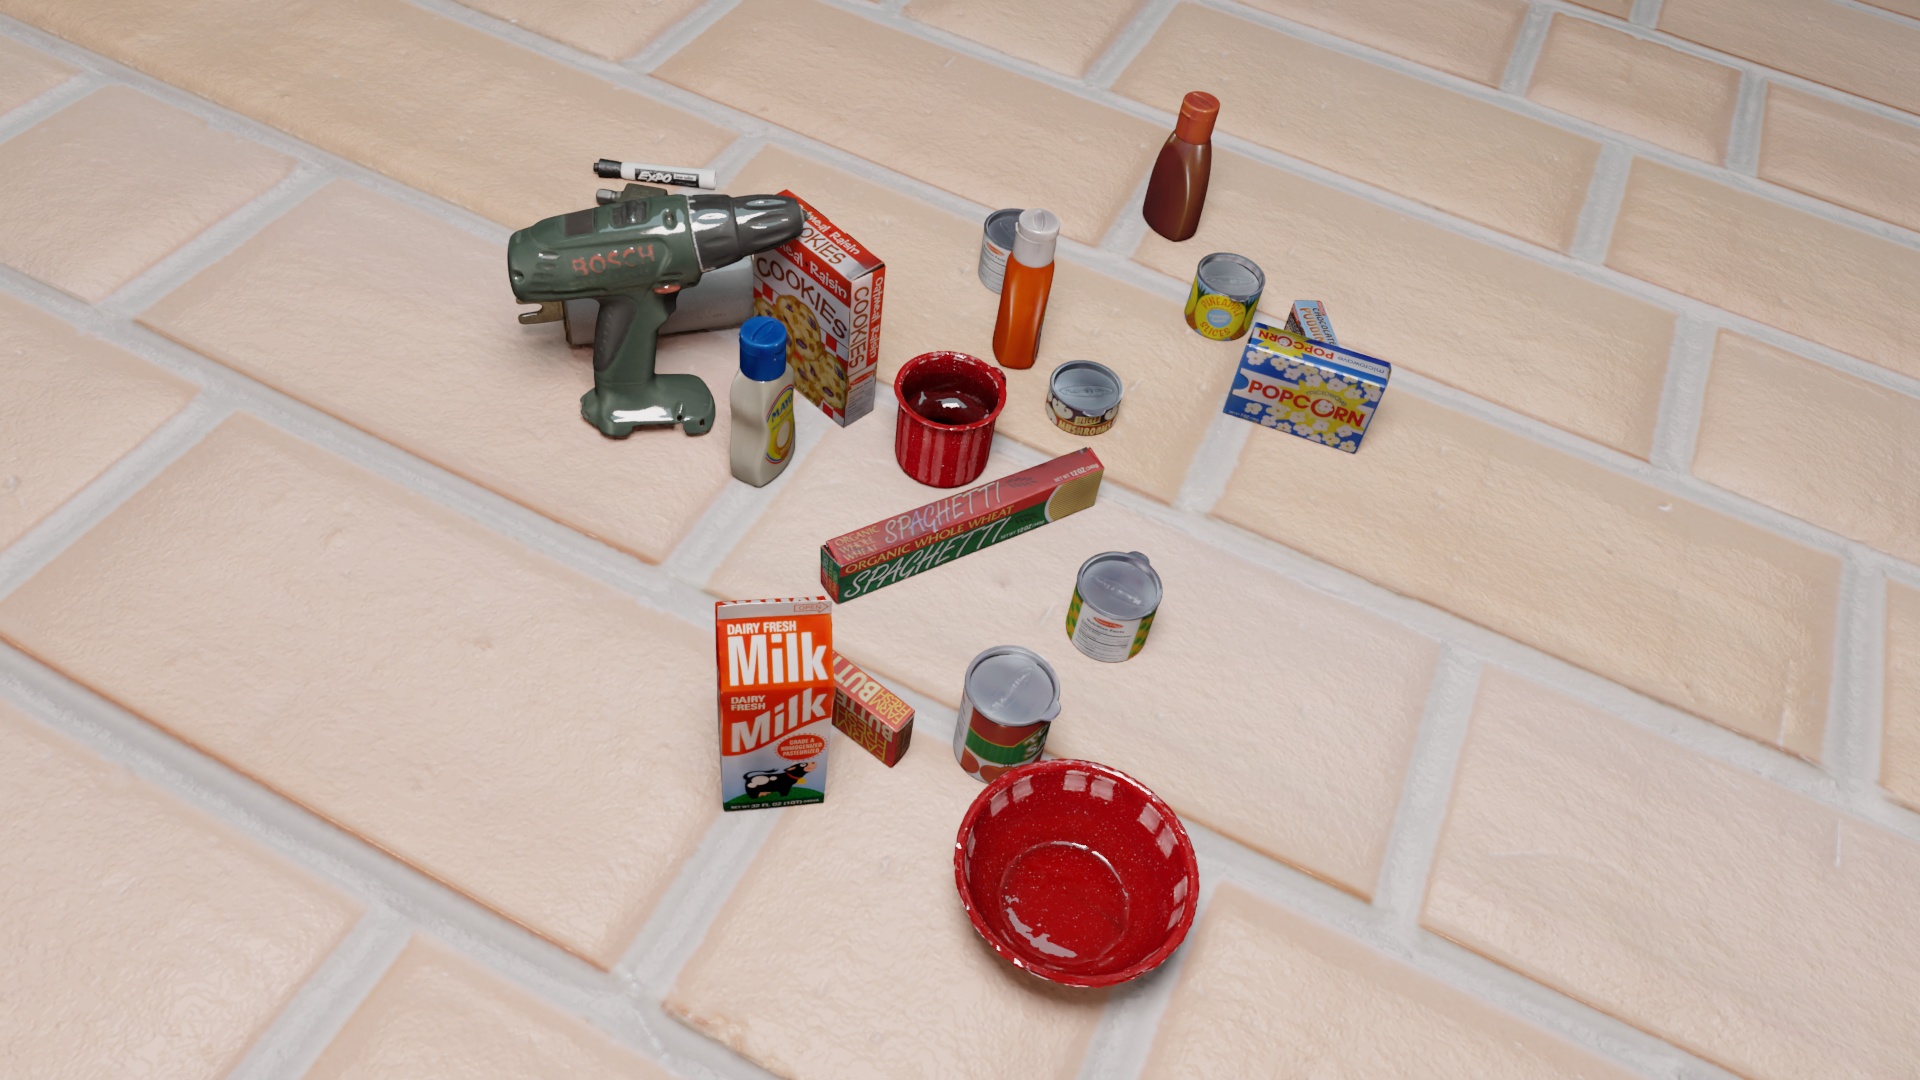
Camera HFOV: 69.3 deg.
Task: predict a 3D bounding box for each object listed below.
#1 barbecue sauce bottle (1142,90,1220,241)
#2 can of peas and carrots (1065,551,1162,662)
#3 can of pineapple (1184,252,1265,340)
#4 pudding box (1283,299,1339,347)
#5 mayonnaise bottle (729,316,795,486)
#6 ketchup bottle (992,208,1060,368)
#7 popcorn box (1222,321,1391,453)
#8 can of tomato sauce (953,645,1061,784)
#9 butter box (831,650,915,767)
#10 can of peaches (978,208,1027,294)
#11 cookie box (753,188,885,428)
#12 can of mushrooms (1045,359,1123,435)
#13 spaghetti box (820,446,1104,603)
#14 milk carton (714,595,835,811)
[{"bbox_3d":[0.224,-0.376,1.392,0.044,0.147,0.065,-24,57,-25],"label":"barbecue sauce bottle"},{"bbox_3d":[0.119,0.050,1.074,0.071,0.058,0.071,4,50,-5],"label":"can of peas and carrots"},{"bbox_3d":[0.253,-0.233,1.334,0.071,0.057,0.071,4,50,-5],"label":"can of pineapple"},{"bbox_3d":[0.331,-0.182,1.308,0.030,0.049,0.084,0,50,-8],"label":"pudding box"},{"bbox_3d":[-0.158,-0.112,1.113,0.041,0.147,0.065,25,51,13],"label":"mayonnaise bottle"},{"bbox_3d":[0.059,-0.226,1.240,0.043,0.148,0.065,4,50,-4],"label":"ketchup bottle"},{"bbox_3d":[0.309,-0.136,1.242,0.127,0.084,0.038,19,50,8],"label":"popcorn box"},{"bbox_3d":[0.033,0.125,0.982,0.071,0.082,0.071,4,50,-5],"label":"can of tomato sauce"},{"bbox_3d":[-0.079,0.114,0.994,0.103,0.052,0.024,34,54,19],"label":"butter box"},{"bbox_3d":[0.054,-0.279,1.344,0.071,0.057,0.071,4,50,-5],"label":"can of peaches"},{"bbox_3d":[-0.122,-0.195,1.175,0.040,0.166,0.123,-35,62,-31],"label":"cookie box"},{"bbox_3d":[0.110,-0.125,1.238,0.071,0.033,0.071,4,50,-5],"label":"can of mushrooms"},{"bbox_3d":[0.004,-0.014,1.117,0.251,0.049,0.029,-21,56,-24],"label":"spaghetti box"},{"bbox_3d":[-0.123,0.098,0.912,0.072,0.189,0.074,-3,51,-11],"label":"milk carton"}]
